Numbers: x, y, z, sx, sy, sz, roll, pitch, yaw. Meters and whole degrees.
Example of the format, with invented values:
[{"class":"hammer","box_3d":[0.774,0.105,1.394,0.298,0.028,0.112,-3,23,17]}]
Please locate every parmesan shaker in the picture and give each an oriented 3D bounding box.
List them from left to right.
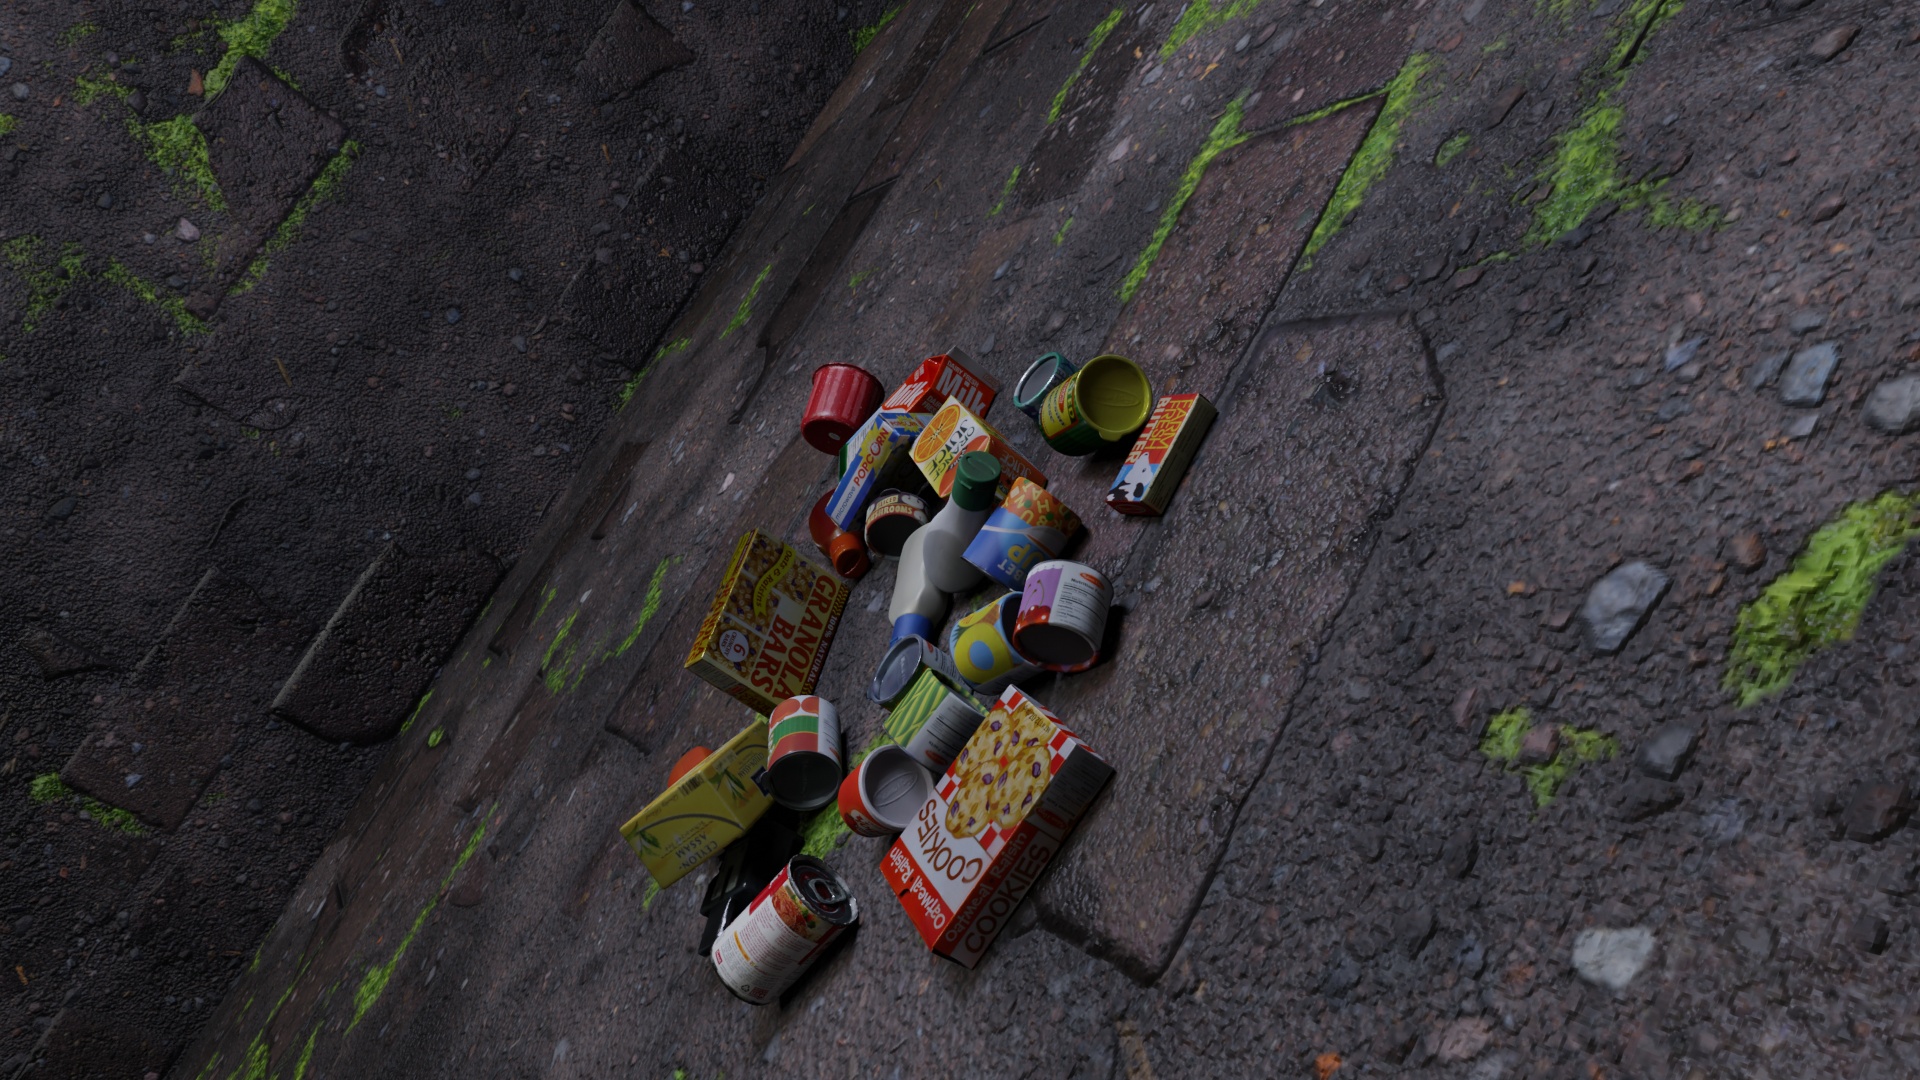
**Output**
[{"class":"parmesan shaker","box_3d":[0.109,-0.107,1.158,0.071,0.071,0.103,-60,9,-14]}]

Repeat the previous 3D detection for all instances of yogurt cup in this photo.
[{"class":"yogurt cup","box_3d":[-0.060,0.200,1.087,0.053,0.072,0.073,-38,27,49]}]

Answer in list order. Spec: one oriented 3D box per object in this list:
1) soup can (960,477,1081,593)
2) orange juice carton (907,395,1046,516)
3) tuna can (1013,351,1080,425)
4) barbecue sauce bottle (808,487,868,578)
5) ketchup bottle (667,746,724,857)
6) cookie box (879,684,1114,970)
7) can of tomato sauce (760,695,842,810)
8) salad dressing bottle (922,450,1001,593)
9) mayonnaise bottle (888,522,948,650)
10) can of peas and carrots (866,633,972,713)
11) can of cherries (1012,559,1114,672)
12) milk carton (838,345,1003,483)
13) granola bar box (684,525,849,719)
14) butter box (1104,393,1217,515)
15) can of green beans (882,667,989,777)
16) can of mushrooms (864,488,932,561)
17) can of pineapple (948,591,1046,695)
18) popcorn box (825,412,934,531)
[{"class":"soup can","box_3d":[0.053,0.000,1.146,0.084,0.071,0.071,-54,24,-2]},{"class":"orange juice carton","box_3d":[0.017,-0.065,1.289,0.073,0.071,0.193,-51,24,7]},{"class":"tuna can","box_3d":[0.084,-0.145,1.322,0.071,0.033,0.071,-42,26,26]},{"class":"barbecue sauce bottle","box_3d":[-0.130,-0.005,1.513,0.064,0.043,0.149,-50,25,10]},{"class":"ketchup bottle","box_3d":[-0.259,0.264,1.385,0.064,0.043,0.149,-53,24,4]},{"class":"cookie box","box_3d":[0.020,0.195,0.971,0.167,0.040,0.123,-54,24,-1]},{"class":"can of tomato sauce","box_3d":[-0.141,0.189,1.240,0.071,0.071,0.083,-45,24,19]},{"class":"salad dressing bottle","box_3d":[0.004,-0.015,1.194,0.044,0.064,0.146,-46,-18,-37]},{"class":"mayonnaise bottle","box_3d":[-0.036,0.051,1.271,0.064,0.041,0.149,-36,30,38]},{"class":"can of peas and carrots","box_3d":[-0.033,0.121,1.147,0.070,0.058,0.071,-42,26,26]},{"class":"can of cherries","box_3d":[0.075,0.058,1.028,0.071,0.071,0.059,-29,35,44]},{"class":"milk carton","box_3d":[-0.043,-0.122,1.476,0.190,0.072,0.074,-45,25,22]},{"class":"granola bar box","box_3d":[-0.192,0.087,1.401,0.039,0.124,0.166,-29,34,45]},{"class":"butter box","box_3d":[0.158,-0.068,1.094,0.104,0.024,0.053,-60,25,-14]},{"class":"can of green beans","box_3d":[-0.017,0.141,1.081,0.058,0.071,0.071,-52,24,3]},{"class":"can of mushrooms","box_3d":[-0.062,-0.014,1.367,0.070,0.071,0.034,-39,29,29]},{"class":"can of pineapple","box_3d":[0.033,0.078,1.071,0.057,0.071,0.071,-32,32,39]},{"class":"popcorn box","box_3d":[-0.074,-0.069,1.412,0.038,0.085,0.126,45,118,27]}]
